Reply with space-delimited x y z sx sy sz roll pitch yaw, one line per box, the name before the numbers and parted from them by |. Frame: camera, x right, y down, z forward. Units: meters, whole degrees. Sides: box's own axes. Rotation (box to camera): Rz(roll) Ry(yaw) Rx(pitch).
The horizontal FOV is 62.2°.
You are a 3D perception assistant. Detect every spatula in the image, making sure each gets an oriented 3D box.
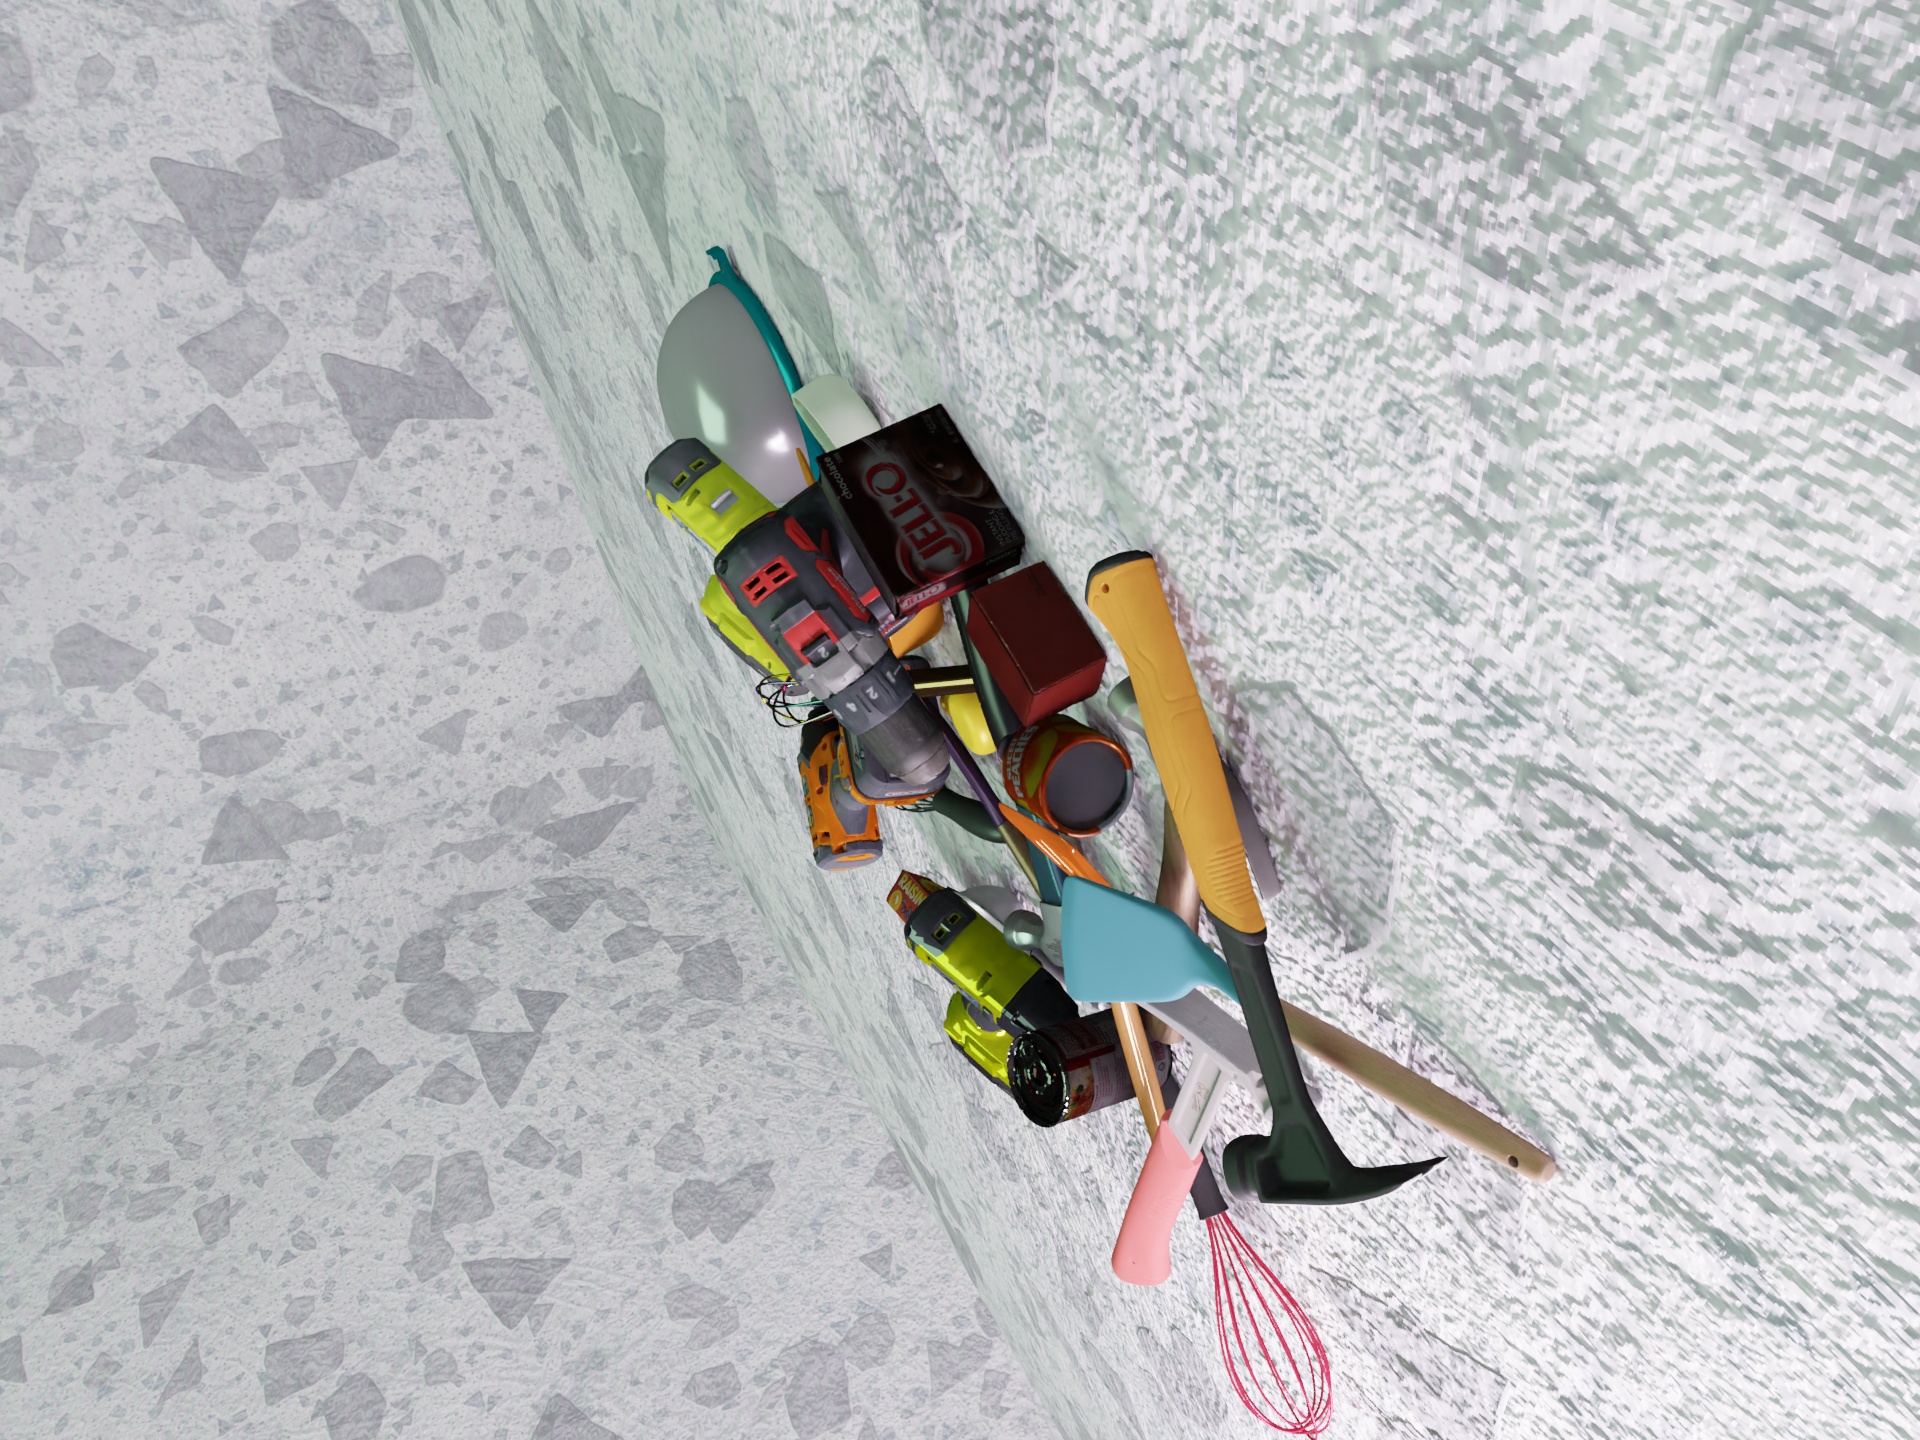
spatula | 0.165 0.162 0.825 0.318 0.044 0.082 25 122 53
spatula | 0.048 0.100 1.223 0.316 0.018 0.059 57 -177 10
spatula | 0.100 0.187 1.065 0.081 0.041 0.322 27 141 54

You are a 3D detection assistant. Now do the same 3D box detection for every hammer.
hammer | 0.134 0.074 0.791 0.127 0.034 0.337 -25 81 54
hammer | 0.136 0.292 1.075 0.149 0.037 0.358 36 147 22
hammer | 0.037 0.021 1.088 0.128 0.033 0.331 6 118 53
hammer | 0.133 0.115 0.965 0.130 0.031 0.331 55 163 33

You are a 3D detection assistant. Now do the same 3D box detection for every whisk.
whisk | -0.066 -0.023 1.215 0.245 0.051 0.047 -4 104 41
whisk | 0.193 0.379 1.160 0.073 0.073 0.296 116 133 -72
whisk | -0.011 0.070 1.368 0.239 0.055 0.055 22 136 62

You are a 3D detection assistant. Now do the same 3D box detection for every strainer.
strainer | -0.173 -0.211 1.347 0.340 0.095 0.211 63 165 9
strainer | 0.062 0.186 1.316 0.086 0.050 0.259 49 169 -32

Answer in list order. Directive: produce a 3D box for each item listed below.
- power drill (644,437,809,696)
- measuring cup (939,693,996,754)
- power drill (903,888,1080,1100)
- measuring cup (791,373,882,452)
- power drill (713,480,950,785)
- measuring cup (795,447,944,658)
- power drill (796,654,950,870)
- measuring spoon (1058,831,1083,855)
power drill | -0.156 -0.109 1.289 0.191 0.080 0.228 41 166 17
measuring cup | -0.002 -0.004 1.232 0.062 0.029 0.156 67 166 -9
power drill | 0.043 0.241 1.300 0.171 0.080 0.223 38 163 24
measuring cup | -0.071 -0.192 1.167 0.083 0.038 0.167 51 178 28
power drill | -0.069 -0.063 1.030 0.187 0.080 0.227 52 -168 -13
measuring cup | -0.066 -0.132 1.187 0.173 0.052 0.095 66 168 -12
power drill | -0.087 0.023 1.368 0.226 0.084 0.164 132 130 -61
measuring spoon | 0.062 0.064 1.169 0.034 0.018 0.124 95 154 -47
